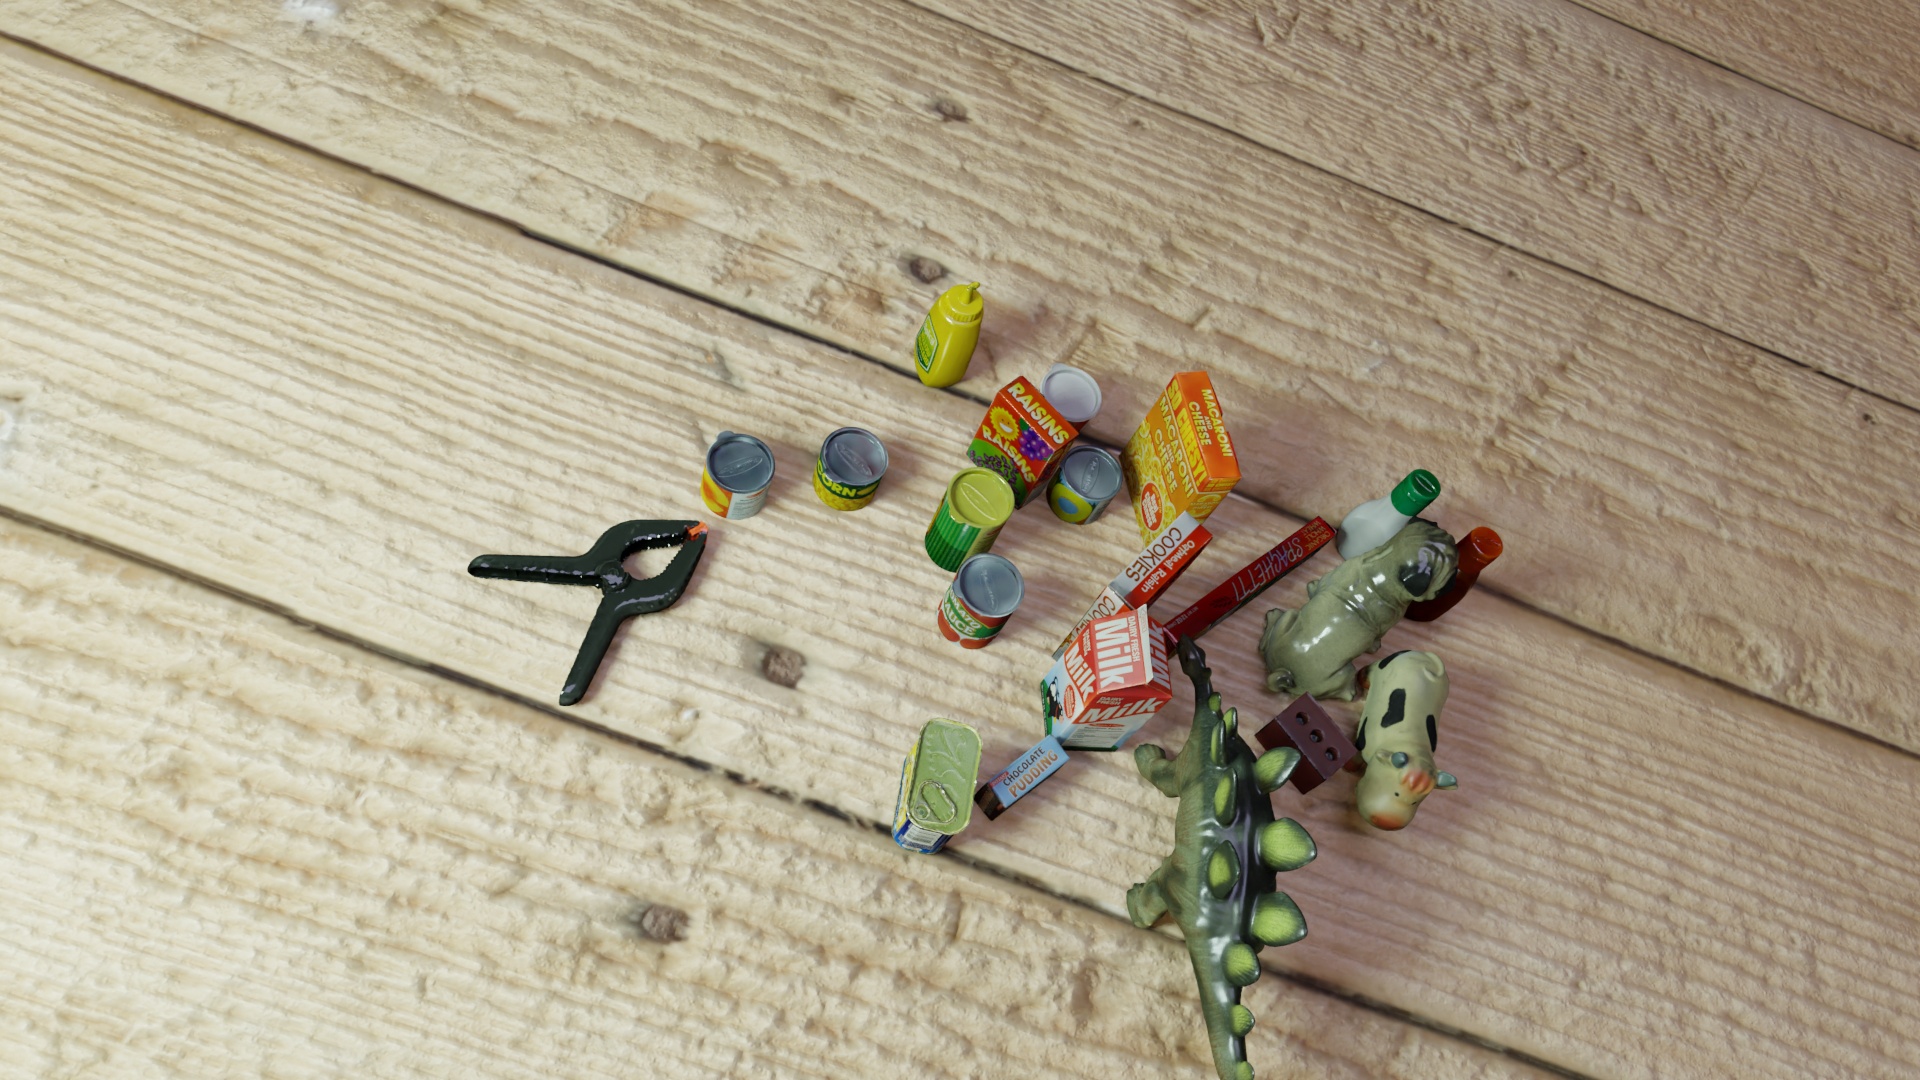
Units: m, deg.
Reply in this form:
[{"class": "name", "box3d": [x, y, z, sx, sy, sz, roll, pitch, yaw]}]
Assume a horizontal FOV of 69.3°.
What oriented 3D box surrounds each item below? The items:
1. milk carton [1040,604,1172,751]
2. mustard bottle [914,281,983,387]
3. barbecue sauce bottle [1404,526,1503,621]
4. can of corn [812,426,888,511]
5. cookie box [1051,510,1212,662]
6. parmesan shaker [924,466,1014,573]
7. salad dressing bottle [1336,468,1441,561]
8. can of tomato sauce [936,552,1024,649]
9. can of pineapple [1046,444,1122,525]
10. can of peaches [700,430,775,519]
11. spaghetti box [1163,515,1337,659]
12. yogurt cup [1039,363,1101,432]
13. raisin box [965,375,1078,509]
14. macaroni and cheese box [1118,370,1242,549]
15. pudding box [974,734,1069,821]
[{"class": "milk carton", "box3d": [0.137, 0.128, 1.267, 0.073, 0.189, 0.072, 4, 62, -14]}, {"class": "mustard bottle", "box3d": [-0.008, -0.220, 1.428, 0.049, 0.159, 0.065, -9, 66, -20]}, {"class": "barbecue sauce bottle", "box3d": [0.508, 0.035, 1.450, 0.065, 0.147, 0.044, 20, 59, -5]}, {"class": "can of corn", "box3d": [-0.112, -0.068, 1.376, 0.071, 0.058, 0.071, 7, 61, -13]}, {"class": "cookie box", "box3d": [0.163, 0.055, 1.327, 0.040, 0.166, 0.123, 44, 60, 9]}, {"class": "parmesan shaker", "box3d": [0.005, -0.017, 1.356, 0.071, 0.102, 0.071, 7, 61, -13]}, {"class": "salad dressing bottle", "box3d": [0.452, -0.024, 1.466, 0.064, 0.147, 0.044, 46, 60, 10]}, {"class": "can of tomato sauce", "box3d": [0.016, 0.060, 1.330, 0.071, 0.082, 0.071, 7, 61, -13]}, {"class": "can of pineapple", "box3d": [0.126, -0.058, 1.441, 0.071, 0.057, 0.071, 7, 61, -13]}, {"class": "can of peaches", "box3d": [-0.217, -0.063, 1.342, 0.071, 0.057, 0.071, 7, 61, -13]}, {"class": "spaghetti box", "box3d": [0.292, 0.049, 1.436, 0.251, 0.050, 0.029, -31, 75, -28]}, {"class": "yogurt cup", "box3d": [0.111, -0.144, 1.484, 0.072, 0.053, 0.073, 7, 61, -13]}, {"class": "raisin box", "box3d": [0.061, -0.098, 1.404, 0.040, 0.122, 0.086, -36, 77, -29]}, {"class": "macaroni and cheese box", "box3d": [0.221, -0.077, 1.415, 0.040, 0.165, 0.124, -4, 64, -18]}, {"class": "pudding box", "box3d": [0.056, 0.218, 1.277, 0.084, 0.049, 0.030, -32, 76, -28]}]
